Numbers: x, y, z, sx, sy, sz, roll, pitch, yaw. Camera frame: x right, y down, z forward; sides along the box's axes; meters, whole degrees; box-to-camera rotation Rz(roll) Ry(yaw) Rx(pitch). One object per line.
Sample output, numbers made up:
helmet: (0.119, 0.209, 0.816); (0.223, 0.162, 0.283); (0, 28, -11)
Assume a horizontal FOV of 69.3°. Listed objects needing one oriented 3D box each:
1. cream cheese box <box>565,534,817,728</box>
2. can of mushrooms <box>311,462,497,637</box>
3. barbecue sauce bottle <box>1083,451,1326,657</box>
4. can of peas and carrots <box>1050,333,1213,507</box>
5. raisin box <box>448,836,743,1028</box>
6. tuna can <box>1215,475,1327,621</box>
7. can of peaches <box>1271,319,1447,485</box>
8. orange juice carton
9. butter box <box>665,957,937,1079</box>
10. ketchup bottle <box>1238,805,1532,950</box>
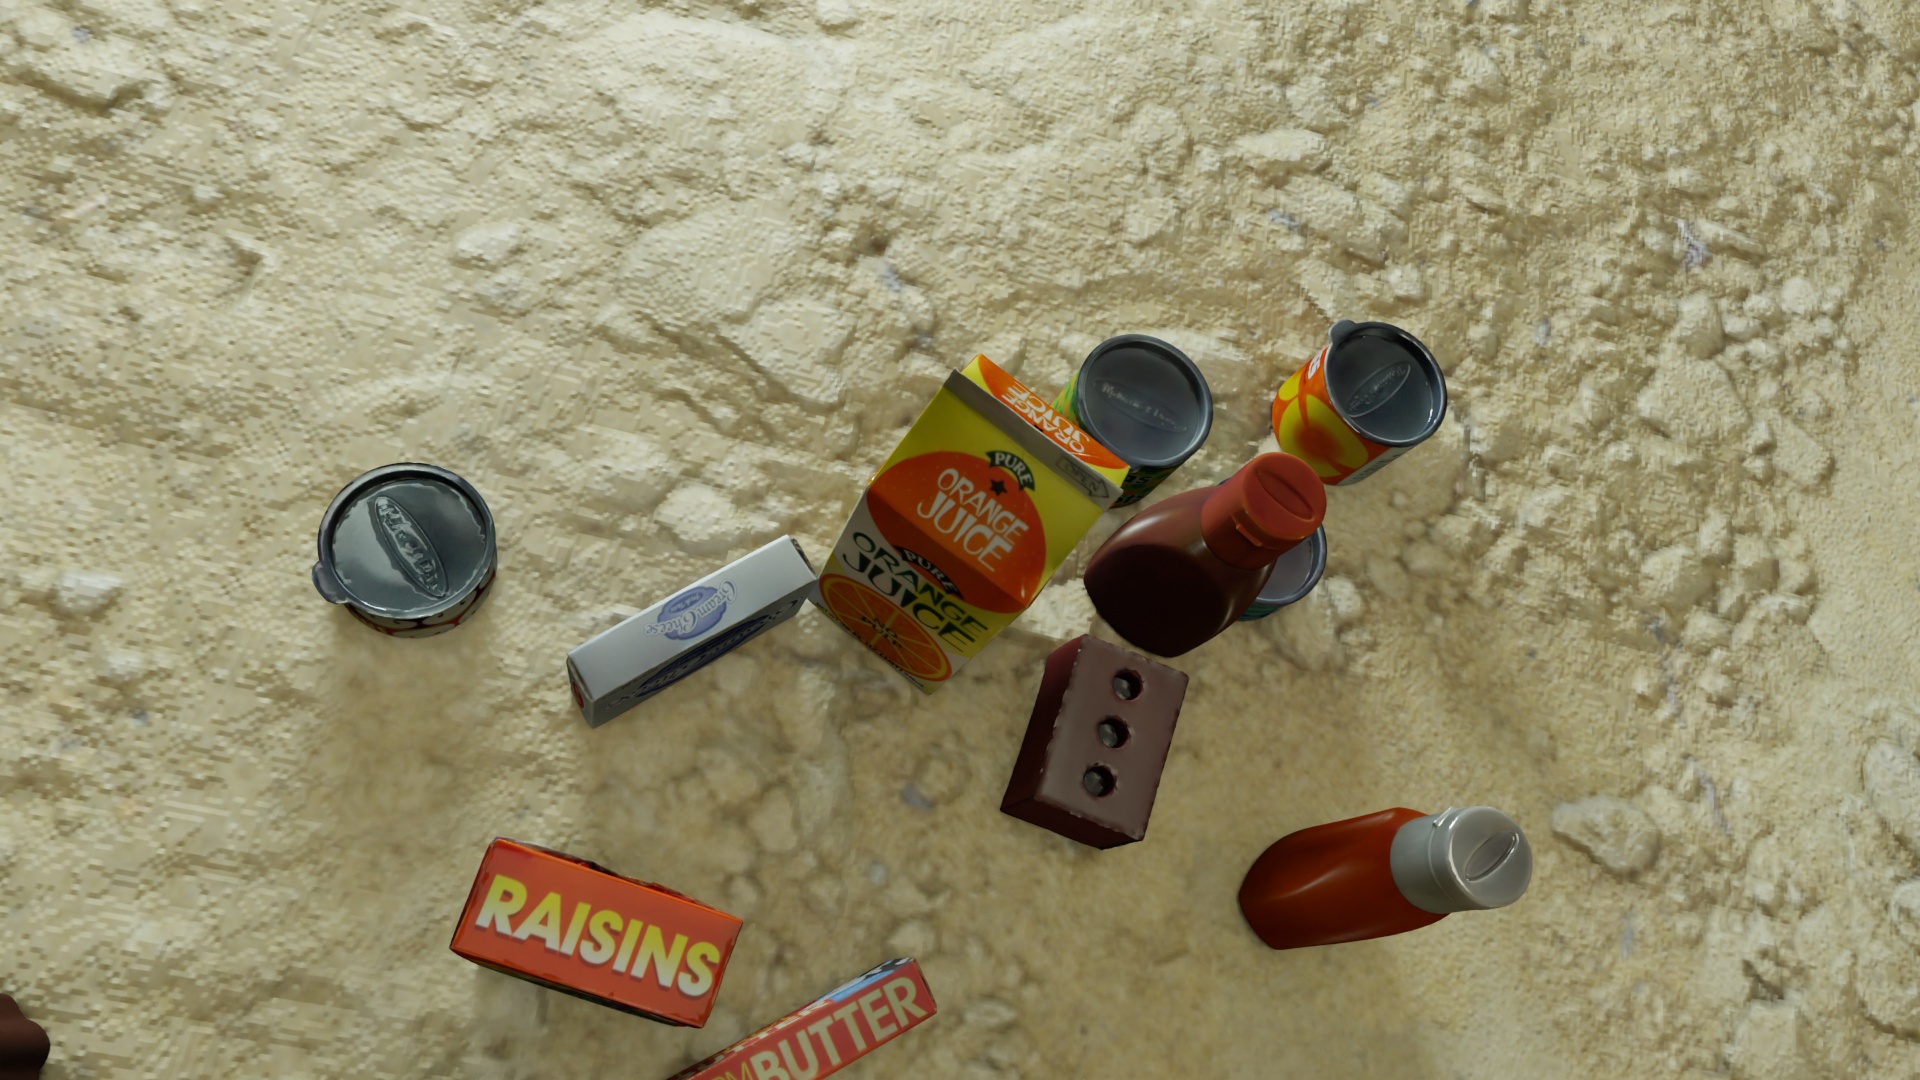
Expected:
cream cheese box: (-0.111, 0.037, 0.573); (0.104, 0.053, 0.024); (-30, 82, -22)
can of mushrooms: (-0.225, 0.006, 0.564); (0.071, 0.033, 0.071); (5, 70, -14)
barbecue sauce bottle: (0.104, 0.006, 0.591); (0.065, 0.148, 0.044); (41, 67, 1)
can of peas and carrots: (0.076, -0.053, 0.652); (0.071, 0.058, 0.071); (5, 70, -14)
raisin box: (-0.129, 0.142, 0.493); (0.086, 0.123, 0.040); (21, 68, -7)
tuna can: (0.136, 0.003, 0.664); (0.071, 0.032, 0.071); (5, 70, -14)
can of peaches: (0.196, -0.069, 0.691); (0.071, 0.058, 0.071); (5, 70, -14)
orange juice carton: (0.002, -0.007, 0.543); (0.072, 0.192, 0.073); (38, 67, 0)
butter box: (-0.062, 0.194, 0.532); (0.104, 0.053, 0.024); (-23, 79, -21)
ketchup bottle: (0.170, 0.135, 0.564); (0.065, 0.148, 0.043); (-33, 83, -22)
